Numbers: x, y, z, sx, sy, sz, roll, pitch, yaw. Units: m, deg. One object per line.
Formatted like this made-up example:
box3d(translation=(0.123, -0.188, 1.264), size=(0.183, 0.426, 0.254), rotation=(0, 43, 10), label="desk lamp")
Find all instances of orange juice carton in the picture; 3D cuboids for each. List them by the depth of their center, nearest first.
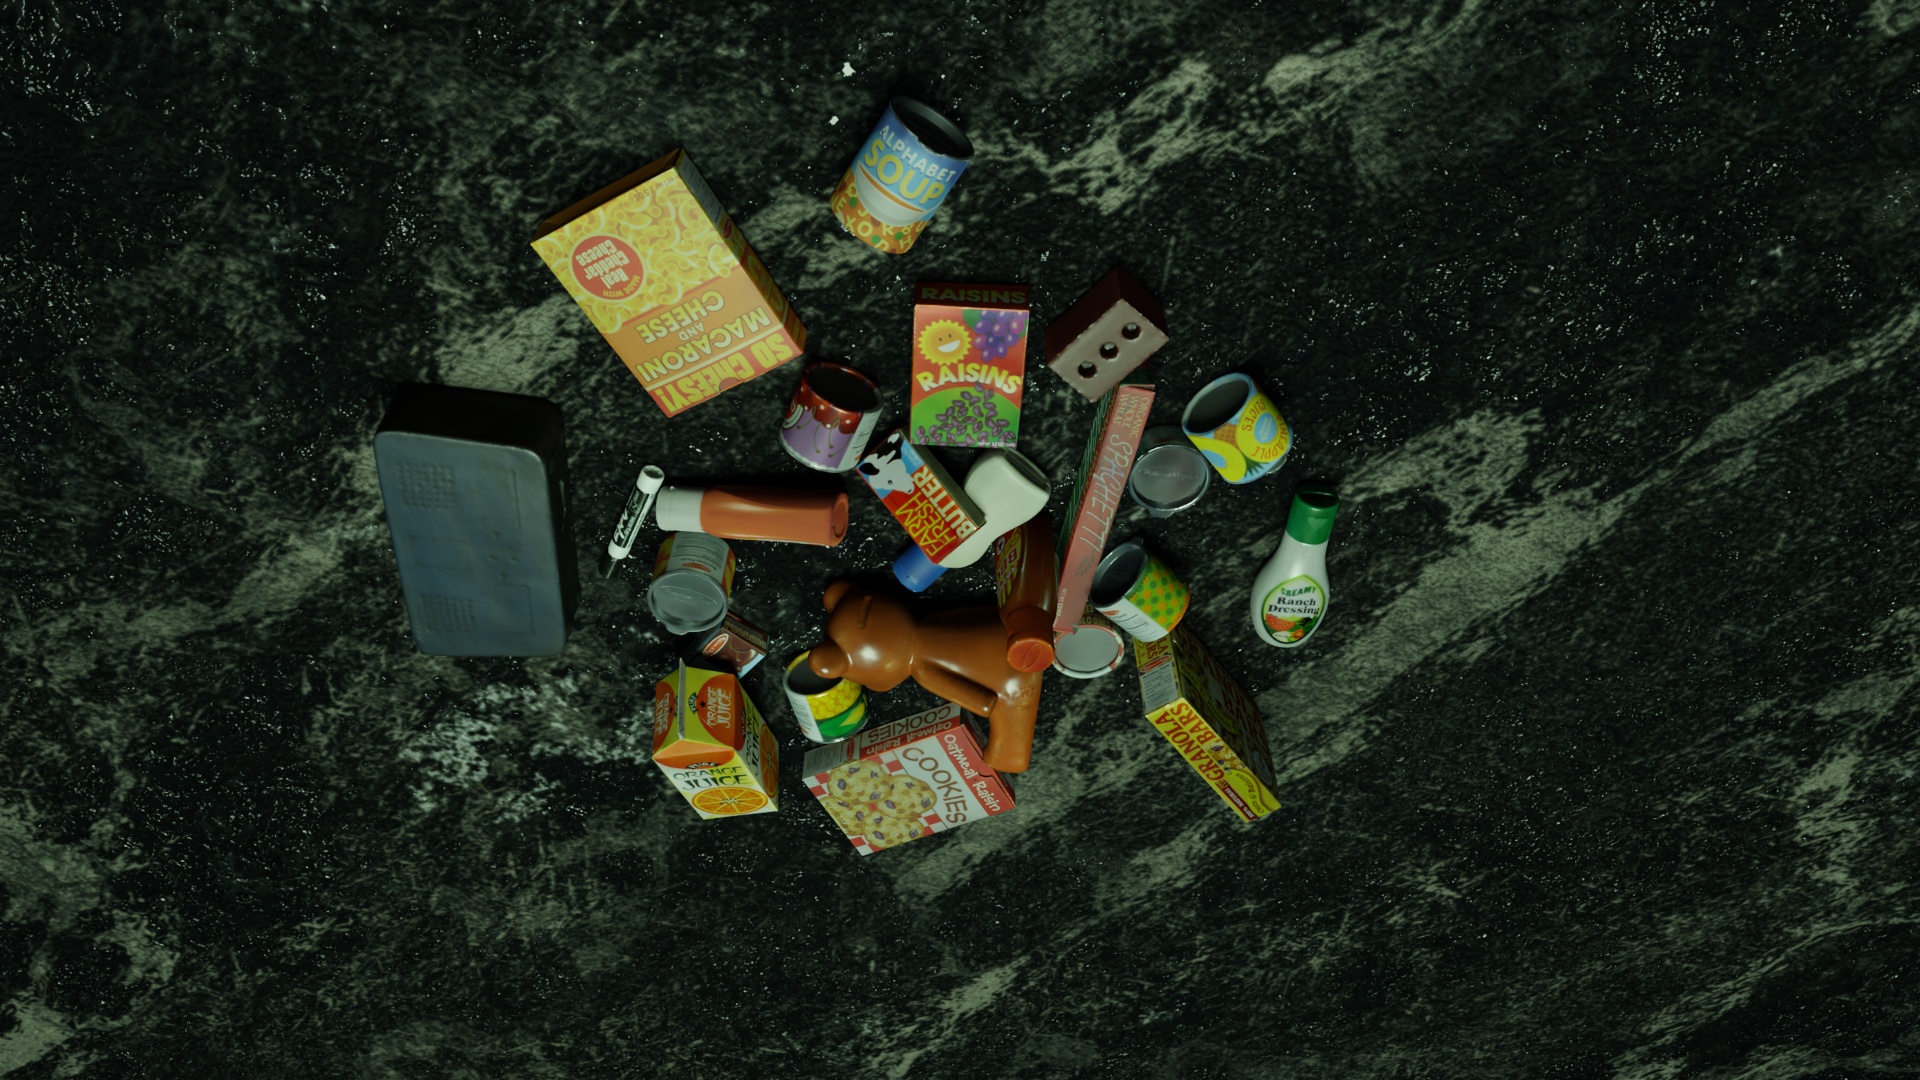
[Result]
box3d(translation=(-0.218, 0.176, 1.222), size=(0.073, 0.072, 0.191), rotation=(-7, 148, 5), label="orange juice carton")

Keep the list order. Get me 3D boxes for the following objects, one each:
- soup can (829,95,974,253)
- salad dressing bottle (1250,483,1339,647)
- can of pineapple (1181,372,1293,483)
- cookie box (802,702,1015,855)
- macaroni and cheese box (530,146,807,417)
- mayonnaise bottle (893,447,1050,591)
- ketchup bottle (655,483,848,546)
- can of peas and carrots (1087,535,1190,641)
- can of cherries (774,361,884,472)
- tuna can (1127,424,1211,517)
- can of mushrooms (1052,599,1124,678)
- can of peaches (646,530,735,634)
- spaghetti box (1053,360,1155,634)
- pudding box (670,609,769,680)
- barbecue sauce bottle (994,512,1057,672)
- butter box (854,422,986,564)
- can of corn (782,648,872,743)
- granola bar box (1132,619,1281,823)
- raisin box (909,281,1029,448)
box3d(translation=(-0.041, -0.245, 0.938), size=(0.071, 0.072, 0.083), rotation=(27, 123, -19), label="soup can")
box3d(translation=(0.282, 0.021, 1.161), size=(0.064, 0.044, 0.146), rotation=(3, 127, -1), label="salad dressing bottle")
box3d(translation=(0.213, -0.086, 1.063), size=(0.071, 0.071, 0.057), rotation=(-33, 121, 23), label="can of pineapple")
box3d(translation=(-0.047, 0.228, 1.320), size=(0.167, 0.040, 0.122), rotation=(-20, 125, 15), label="cookie box")
box3d(translation=(-0.207, -0.181, 1.006), size=(0.123, 0.040, 0.166), rotation=(-23, 124, 17), label="macaroni and cheese box")
box3d(translation=(0.004, -0.014, 1.135), size=(0.064, 0.041, 0.147), rotation=(39, 120, -17), label="mayonnaise bottle")
box3d(translation=(-0.168, -0.023, 1.117), size=(0.149, 0.065, 0.043), rotation=(4, 105, 8), label="ketchup bottle")
box3d(translation=(0.151, 0.041, 1.164), size=(0.058, 0.071, 0.070), rotation=(37, 119, -25), label="can of peas and carrots")
box3d(translation=(-0.100, -0.095, 1.056), size=(0.071, 0.072, 0.058), rotation=(18, 125, -14), label="can of cherries")
box3d(translation=(0.164, -0.056, 1.108), size=(0.071, 0.033, 0.070), rotation=(0, 127, 0), label="tuna can")
box3d(translation=(0.109, 0.086, 1.216), size=(0.071, 0.034, 0.070), rotation=(0, 128, 0), label="can of mushrooms")
box3d(translation=(-0.225, 0.034, 1.160), size=(0.071, 0.058, 0.070), rotation=(0, 128, 0), label="can of peaches")
box3d(translation=(0.108, -0.034, 1.115), size=(0.029, 0.050, 0.248), rotation=(8, 127, -8), label="spaghetti box")
box3d(translation=(-0.214, 0.104, 1.231), size=(0.049, 0.030, 0.083), rotation=(35, 120, -23), label="pudding box")
box3d(translation=(0.053, 0.042, 1.110), size=(0.044, 0.149, 0.064), rotation=(17, 126, -14), label="barbecue sauce bottle")
box3d(translation=(-0.031, -0.037, 1.100), size=(0.053, 0.024, 0.103), rotation=(-39, 90, 27), label="butter box")
box3d(translation=(-0.117, 0.135, 1.234), size=(0.071, 0.071, 0.058), rotation=(-10, 127, 8), label="can of corn")
box3d(translation=(0.214, 0.148, 1.207), size=(0.039, 0.125, 0.165), rotation=(-31, 122, 21), label="granola bar box")
box3d(translation=(0.006, -0.131, 1.046), size=(0.086, 0.040, 0.122), rotation=(3, 129, -1), label="raisin box")
